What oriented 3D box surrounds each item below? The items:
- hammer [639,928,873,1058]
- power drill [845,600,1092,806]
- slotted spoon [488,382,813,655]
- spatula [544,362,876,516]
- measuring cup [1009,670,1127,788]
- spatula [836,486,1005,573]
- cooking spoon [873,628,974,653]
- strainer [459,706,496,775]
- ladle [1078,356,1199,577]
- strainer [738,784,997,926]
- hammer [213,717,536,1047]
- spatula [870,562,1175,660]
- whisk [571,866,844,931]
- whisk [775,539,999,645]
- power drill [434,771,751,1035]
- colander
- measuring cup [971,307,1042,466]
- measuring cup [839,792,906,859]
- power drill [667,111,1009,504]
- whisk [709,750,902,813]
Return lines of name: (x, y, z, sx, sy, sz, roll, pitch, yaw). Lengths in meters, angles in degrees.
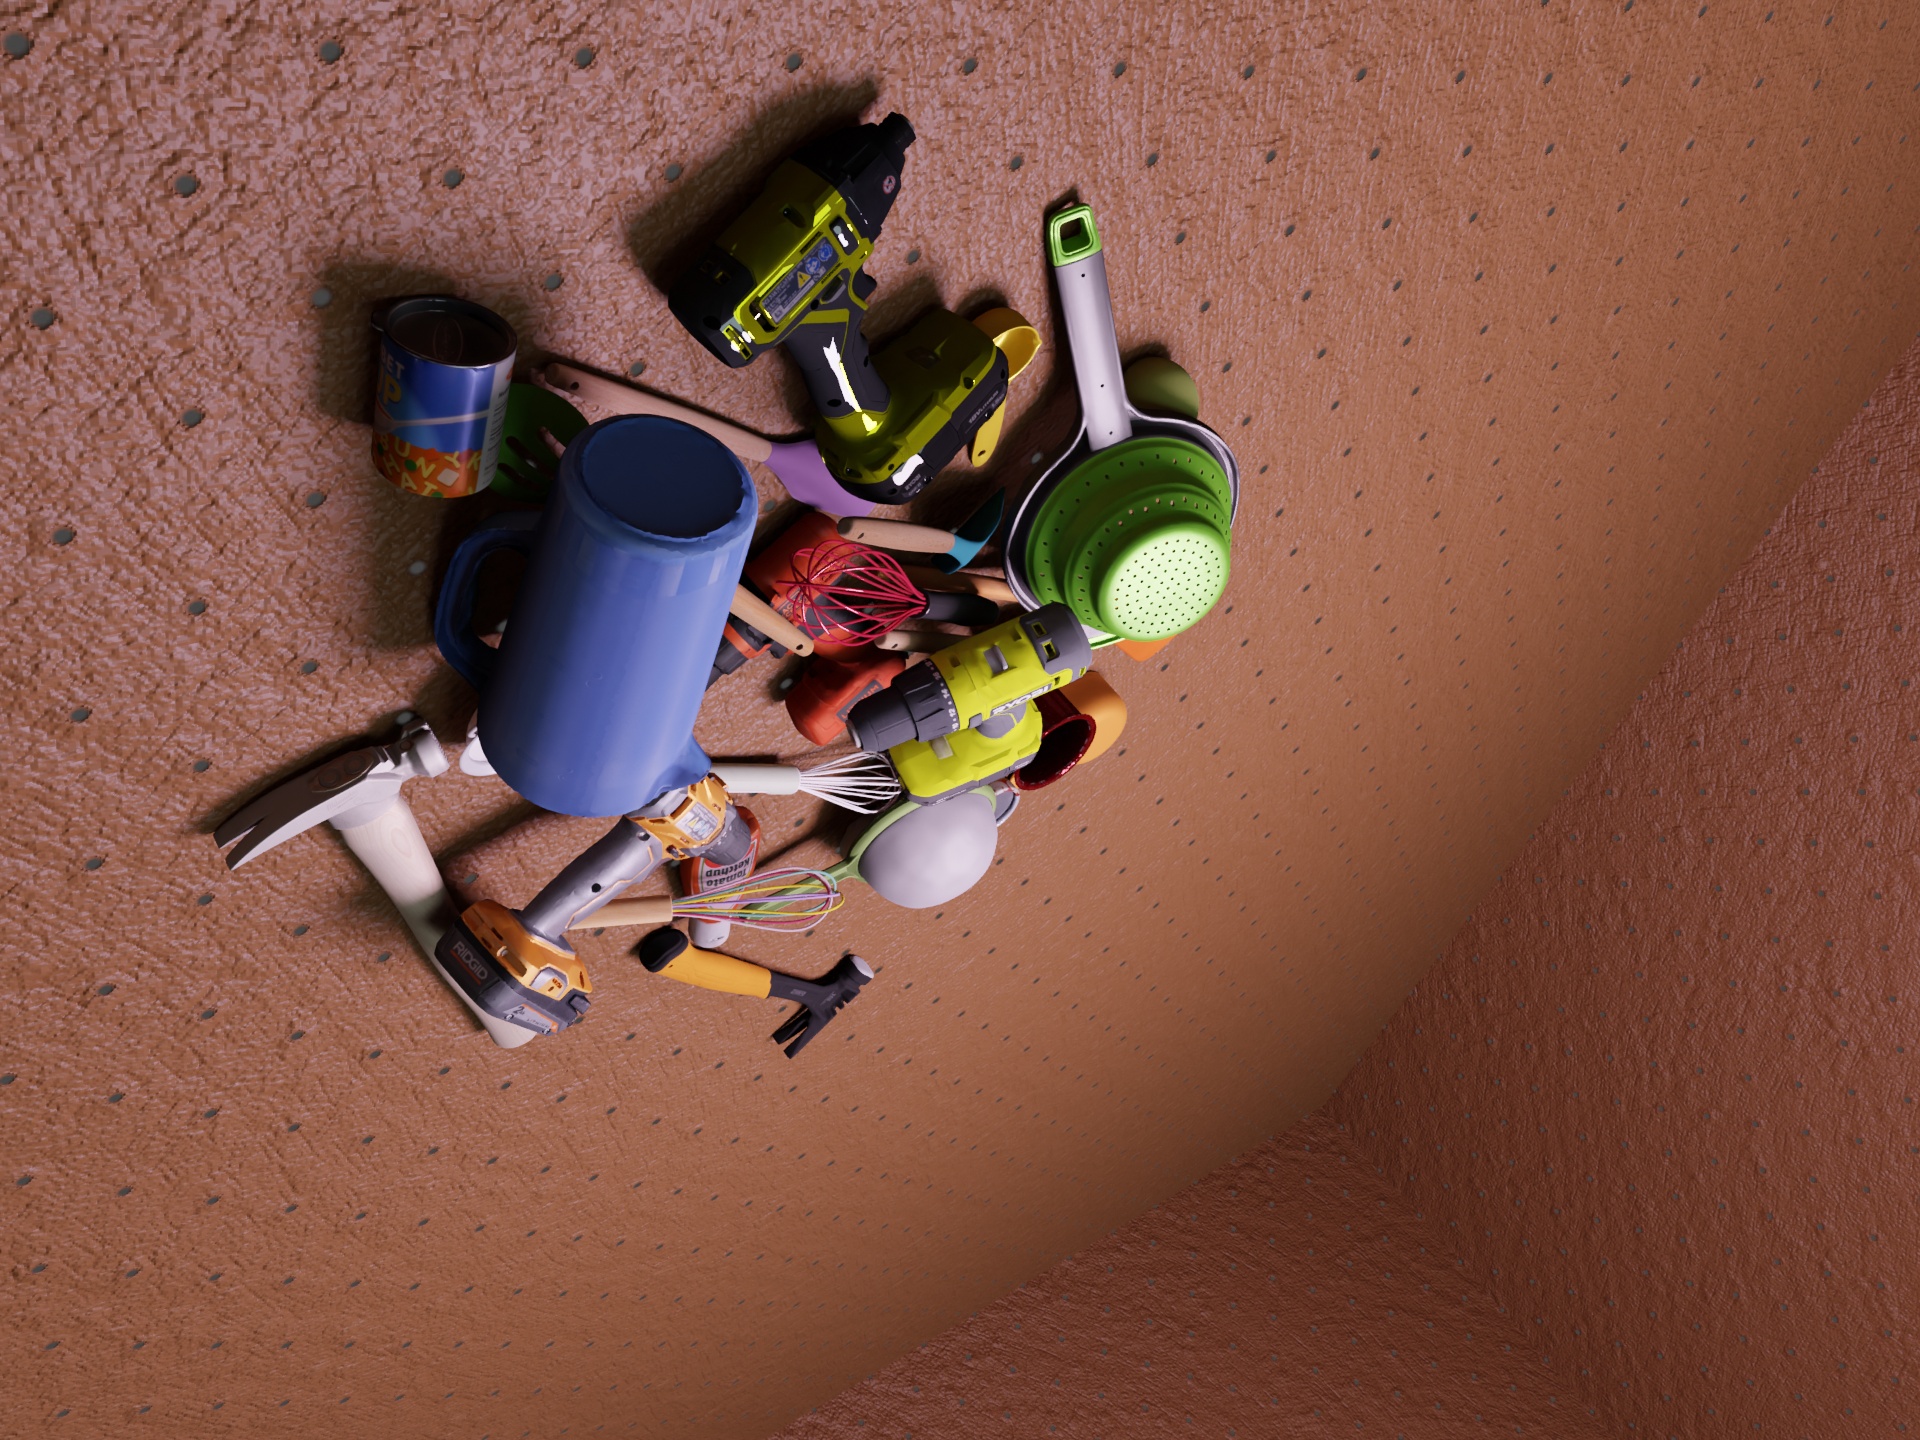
hammer: (-0.205, 0.254, 1.527, 0.127, 0.034, 0.336, -45, 151, 5)
power drill: (-0.002, -0.004, 1.277, 0.190, 0.080, 0.228, -24, 166, -11)
slotted spoon: (-0.186, -0.110, 0.997, 0.070, 0.031, 0.313, -38, 142, 12)
spatula: (-0.142, -0.181, 1.021, 0.059, 0.018, 0.315, -54, 150, 17)
measuring cup: (0.098, 0.034, 1.564, 0.095, 0.052, 0.173, 4, 126, -52)
spatula: (-0.028, -0.131, 1.091, 0.082, 0.044, 0.317, -43, 171, 15)
cooking spoon: (0.013, -0.060, 1.299, 0.068, 0.017, 0.318, -43, 162, 20)
strainer: (-0.275, 0.019, 1.116, 0.087, 0.050, 0.258, -38, 157, 6)
ladle: (0.113, -0.167, 1.335, 0.078, 0.062, 0.320, -18, 151, -35)
strainer: (-0.069, 0.143, 1.414, 0.256, 0.069, 0.151, -23, 153, -17)
hammer: (-0.392, 0.153, 1.164, 0.146, 0.038, 0.410, -30, 150, -17)
spatula: (0.060, -0.098, 1.310, 0.322, 0.041, 0.081, 4, 141, -41)
whisk: (-0.214, 0.151, 1.294, 0.245, 0.047, 0.051, -3, 140, -18)
whisk: (-0.040, -0.085, 1.139, 0.073, 0.073, 0.295, -51, 161, 17)
power drill: (-0.257, 0.126, 1.186, 0.226, 0.084, 0.185, -47, 157, -6)
colander: (0.124, -0.185, 1.174, 0.204, 0.095, 0.396, -22, 135, -5)
measuring cup: (0.018, -0.237, 1.140, 0.062, 0.029, 0.156, -27, 160, -19)
measuring cup: (-0.042, 0.085, 1.482, 0.167, 0.038, 0.083, -47, 151, 14)
power drill: (-0.059, -0.246, 0.972, 0.171, 0.080, 0.223, -47, 148, -3)
whisk: (-0.135, 0.050, 1.320, 0.246, 0.058, 0.059, 3, 99, -46)
